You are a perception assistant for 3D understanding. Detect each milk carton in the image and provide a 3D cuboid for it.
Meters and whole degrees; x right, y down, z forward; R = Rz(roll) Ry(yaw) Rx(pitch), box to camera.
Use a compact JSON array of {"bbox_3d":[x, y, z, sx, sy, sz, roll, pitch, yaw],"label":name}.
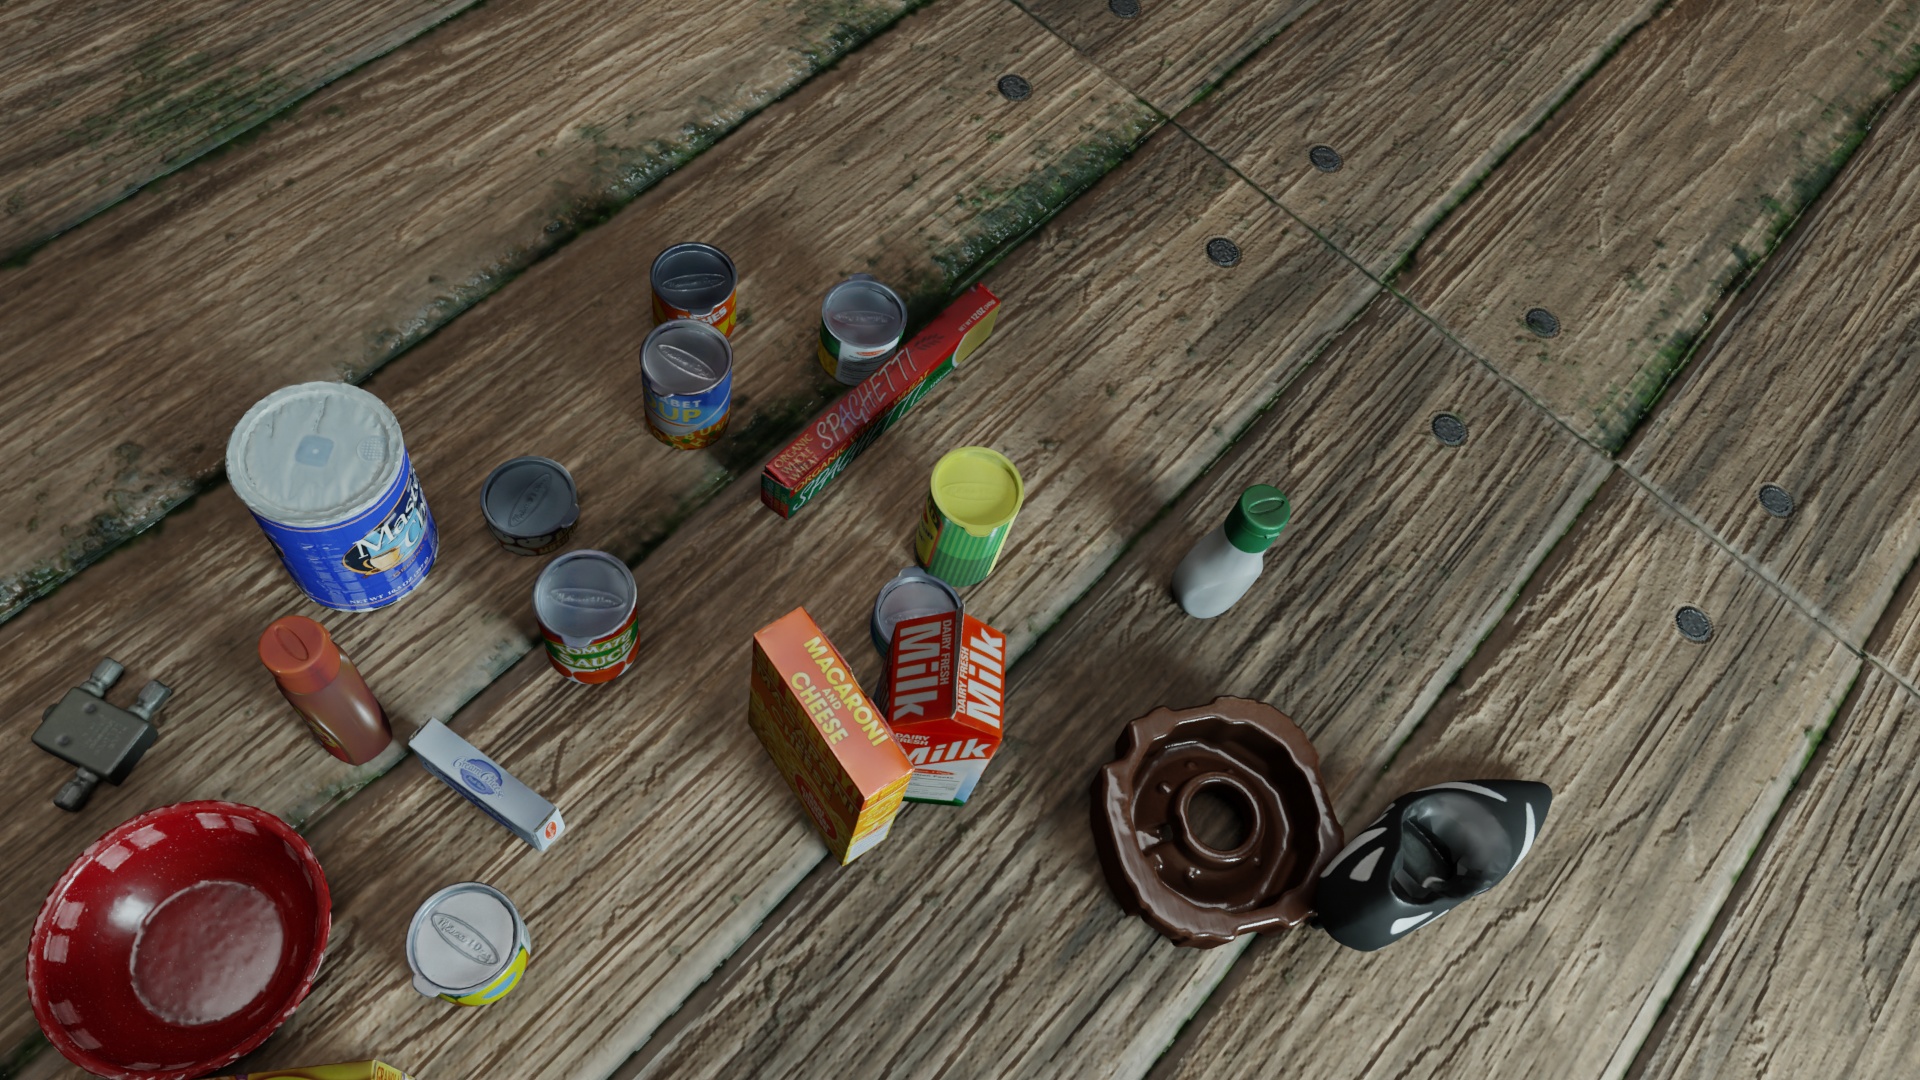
[{"bbox_3d":[-0.016,0.109,0.898,0.073,0.189,0.072,7,63,-7],"label":"milk carton"}]

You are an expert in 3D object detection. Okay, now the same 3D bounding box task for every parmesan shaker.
[{"bbox_3d":[0.004,-0.013,1.013,0.071,0.102,0.071,4,63,-8],"label":"parmesan shaker"}]

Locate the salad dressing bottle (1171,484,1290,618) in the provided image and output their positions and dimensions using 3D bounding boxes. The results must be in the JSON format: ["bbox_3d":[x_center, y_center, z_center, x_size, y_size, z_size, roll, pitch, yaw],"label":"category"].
[{"bbox_3d":[0.198,0.009,1.012,0.064,0.147,0.044,-14,67,-17],"label":"salad dressing bottle"}]

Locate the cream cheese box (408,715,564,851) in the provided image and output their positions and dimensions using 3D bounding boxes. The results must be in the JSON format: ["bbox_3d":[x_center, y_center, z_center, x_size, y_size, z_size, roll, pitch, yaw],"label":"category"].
[{"bbox_3d":[-0.305,0.159,0.897,0.104,0.053,0.024,34,63,7],"label":"cream cheese box"}]

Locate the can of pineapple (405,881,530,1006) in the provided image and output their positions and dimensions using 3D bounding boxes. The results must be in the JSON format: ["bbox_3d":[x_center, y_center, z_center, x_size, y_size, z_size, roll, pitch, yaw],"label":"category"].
[{"bbox_3d":[-0.301,0.249,0.850,0.071,0.057,0.071,4,63,-8],"label":"can of pineapple"}]

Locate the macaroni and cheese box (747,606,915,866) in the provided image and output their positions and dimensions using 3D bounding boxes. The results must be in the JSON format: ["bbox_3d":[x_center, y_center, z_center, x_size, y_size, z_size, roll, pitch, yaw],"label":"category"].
[{"bbox_3d":[-0.087,0.129,0.889,0.040,0.165,0.124,-30,72,-22],"label":"macaroni and cheese box"}]

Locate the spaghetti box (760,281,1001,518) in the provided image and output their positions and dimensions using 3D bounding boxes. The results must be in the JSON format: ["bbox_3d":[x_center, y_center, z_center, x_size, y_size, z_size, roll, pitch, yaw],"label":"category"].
[{"bbox_3d":[-0.060,-0.111,1.081,0.029,0.050,0.251,40,64,10],"label":"spaghetti box"}]

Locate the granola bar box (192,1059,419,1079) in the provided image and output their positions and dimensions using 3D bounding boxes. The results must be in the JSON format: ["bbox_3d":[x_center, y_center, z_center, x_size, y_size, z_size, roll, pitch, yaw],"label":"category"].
[{"bbox_3d":[-0.395,0.319,0.759,0.166,0.123,0.039,-3,64,-12],"label":"granola bar box"}]

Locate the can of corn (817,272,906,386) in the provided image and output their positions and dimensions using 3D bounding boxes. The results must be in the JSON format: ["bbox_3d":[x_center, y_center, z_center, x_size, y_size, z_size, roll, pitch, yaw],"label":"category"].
[{"bbox_3d":[-0.079,-0.166,1.101,0.071,0.058,0.071,4,63,-8],"label":"can of corn"}]

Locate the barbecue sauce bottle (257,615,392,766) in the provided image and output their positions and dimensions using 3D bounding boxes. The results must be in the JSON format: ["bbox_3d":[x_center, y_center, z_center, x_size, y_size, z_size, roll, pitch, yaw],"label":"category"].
[{"bbox_3d":[-0.395,0.091,0.861,0.065,0.147,0.044,43,65,12],"label":"barbecue sauce bottle"}]

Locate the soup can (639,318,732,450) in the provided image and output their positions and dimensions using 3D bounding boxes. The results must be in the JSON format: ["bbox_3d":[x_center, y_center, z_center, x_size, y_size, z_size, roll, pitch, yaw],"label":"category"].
[{"bbox_3d":[-0.206,-0.113,1.036,0.071,0.083,0.071,4,63,-8],"label":"soup can"}]

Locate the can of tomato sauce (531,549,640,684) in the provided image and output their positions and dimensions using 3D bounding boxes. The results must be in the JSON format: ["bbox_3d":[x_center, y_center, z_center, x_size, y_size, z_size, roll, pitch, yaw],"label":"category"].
[{"bbox_3d":[-0.252,0.055,0.943,0.071,0.082,0.071,4,63,-8],"label":"can of tomato sauce"}]

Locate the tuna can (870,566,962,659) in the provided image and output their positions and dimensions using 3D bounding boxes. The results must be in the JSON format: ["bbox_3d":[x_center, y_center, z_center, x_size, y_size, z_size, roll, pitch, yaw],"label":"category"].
[{"bbox_3d":[-0.032,0.057,1.010,0.071,0.032,0.071,4,63,-8],"label":"tuna can"}]

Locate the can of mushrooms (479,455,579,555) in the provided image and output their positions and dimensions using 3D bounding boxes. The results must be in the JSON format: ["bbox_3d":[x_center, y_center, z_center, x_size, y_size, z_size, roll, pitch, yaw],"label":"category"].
[{"bbox_3d":[-0.307,-0.024,1.000,0.071,0.033,0.071,4,63,-8],"label":"can of mushrooms"}]

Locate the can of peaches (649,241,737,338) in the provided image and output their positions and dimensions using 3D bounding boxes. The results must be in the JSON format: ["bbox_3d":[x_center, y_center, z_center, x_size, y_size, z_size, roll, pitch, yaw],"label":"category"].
[{"bbox_3d":[-0.209,-0.188,1.088,0.071,0.057,0.071,4,63,-8],"label":"can of peaches"}]
